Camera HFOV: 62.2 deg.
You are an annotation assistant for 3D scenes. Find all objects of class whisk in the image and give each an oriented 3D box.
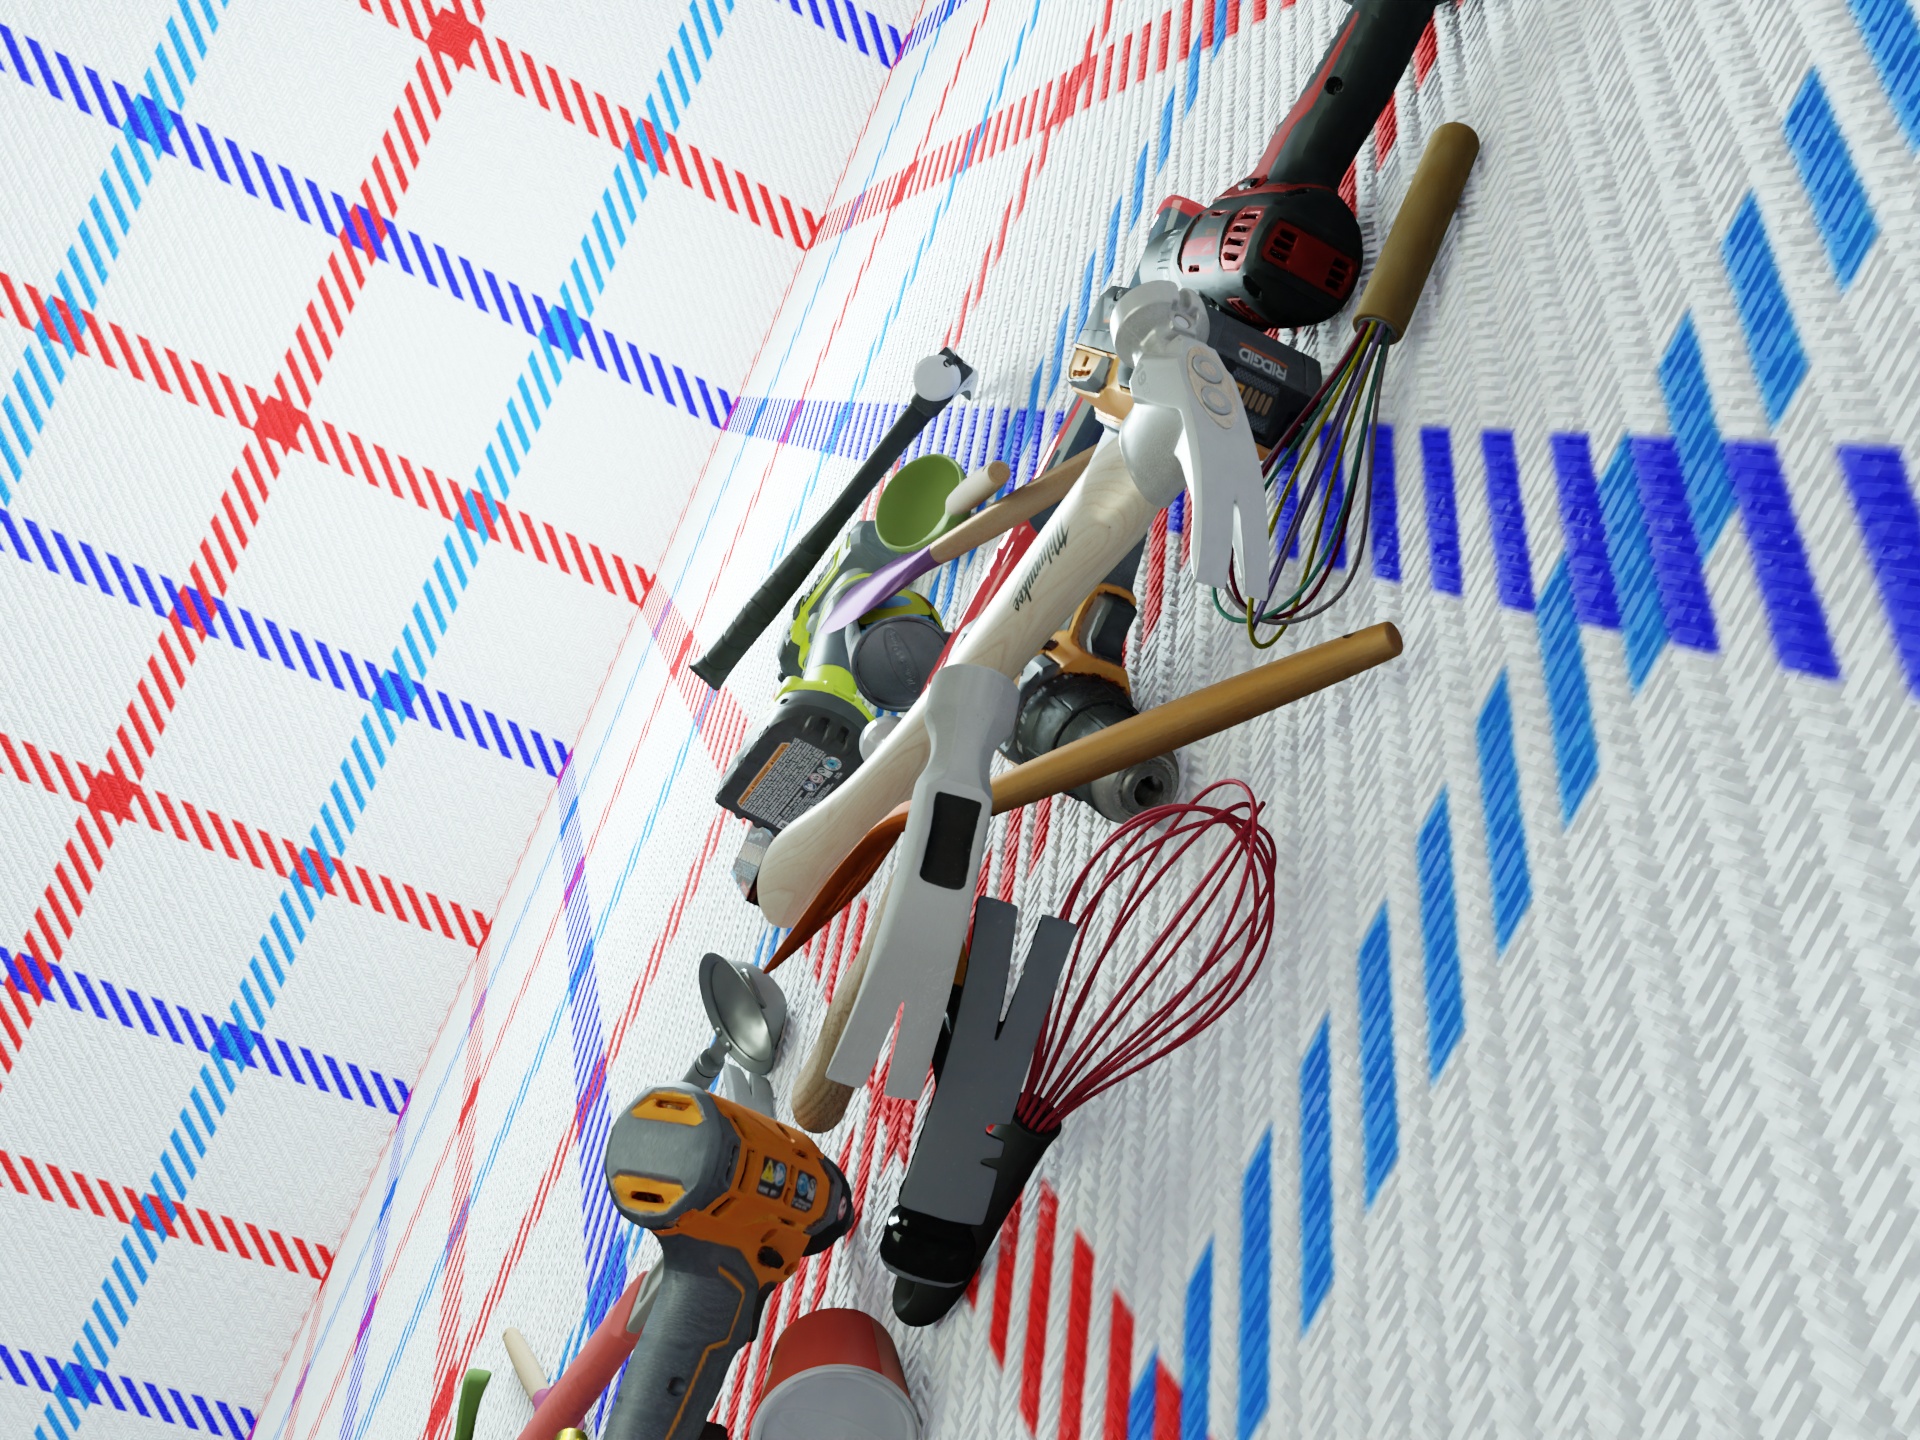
[{"bbox_3d":[0.160,-0.138,0.643,0.051,0.047,0.245,2,64,57],"label":"whisk"},{"bbox_3d":[0.037,0.139,0.608,0.073,0.073,0.295,-95,29,-57],"label":"whisk"}]

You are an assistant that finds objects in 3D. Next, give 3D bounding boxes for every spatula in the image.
[{"bbox_3d":[0.036,0.032,0.643,0.322,0.041,0.081,-24,9,37],"label":"spatula"},{"bbox_3d":[0.001,-0.105,0.926,0.316,0.018,0.060,-23,28,53],"label":"spatula"}]

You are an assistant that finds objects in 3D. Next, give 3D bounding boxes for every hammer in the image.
[{"bbox_3d":[-0.102,-0.151,1.231,0.334,0.035,0.146,-49,2,17],"label":"hammer"},{"bbox_3d":[0.050,-0.118,0.919,0.386,0.038,0.143,-62,20,9],"label":"hammer"},{"bbox_3d":[-0.007,0.110,0.676,0.337,0.034,0.127,-132,59,-84],"label":"hammer"},{"bbox_3d":[-0.219,0.384,0.999,0.359,0.036,0.149,-55,21,20],"label":"hammer"},{"bbox_3d":[-0.001,-0.002,0.724,0.410,0.038,0.146,-49,38,44],"label":"hammer"},{"bbox_3d":[-0.037,0.112,0.630,0.331,0.031,0.130,113,171,-60],"label":"hammer"}]

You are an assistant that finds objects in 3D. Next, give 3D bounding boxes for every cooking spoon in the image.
[{"bbox_3d":[-0.310,0.491,1.169,0.319,0.017,0.069,-14,52,66],"label":"cooking spoon"}]

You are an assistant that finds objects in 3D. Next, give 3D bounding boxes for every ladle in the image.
[{"bbox_3d":[-0.009,-0.145,1.002,0.078,0.062,0.320,-57,7,-2],"label":"ladle"}]

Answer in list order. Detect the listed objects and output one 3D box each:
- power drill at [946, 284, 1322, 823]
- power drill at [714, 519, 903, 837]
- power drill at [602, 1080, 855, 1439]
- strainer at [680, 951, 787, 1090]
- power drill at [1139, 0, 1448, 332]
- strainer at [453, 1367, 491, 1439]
[{"bbox_3d":[0.078,-0.072,0.722,0.226,0.084,0.185,-66,25,11],"label":"power drill"},{"bbox_3d":[-0.107,-0.025,1.181,0.171,0.080,0.223,-49,21,39],"label":"power drill"},{"bbox_3d":[-0.110,0.290,0.705,0.084,0.164,0.227,0,65,28],"label":"power drill"},{"bbox_3d":[-0.165,0.225,1.074,0.087,0.050,0.258,54,137,18],"label":"strainer"},{"bbox_3d":[0.166,-0.296,0.773,0.226,0.080,0.188,-66,18,7],"label":"power drill"},{"bbox_3d":[-0.273,0.499,0.916,0.151,0.069,0.256,-132,52,-82],"label":"strainer"}]
